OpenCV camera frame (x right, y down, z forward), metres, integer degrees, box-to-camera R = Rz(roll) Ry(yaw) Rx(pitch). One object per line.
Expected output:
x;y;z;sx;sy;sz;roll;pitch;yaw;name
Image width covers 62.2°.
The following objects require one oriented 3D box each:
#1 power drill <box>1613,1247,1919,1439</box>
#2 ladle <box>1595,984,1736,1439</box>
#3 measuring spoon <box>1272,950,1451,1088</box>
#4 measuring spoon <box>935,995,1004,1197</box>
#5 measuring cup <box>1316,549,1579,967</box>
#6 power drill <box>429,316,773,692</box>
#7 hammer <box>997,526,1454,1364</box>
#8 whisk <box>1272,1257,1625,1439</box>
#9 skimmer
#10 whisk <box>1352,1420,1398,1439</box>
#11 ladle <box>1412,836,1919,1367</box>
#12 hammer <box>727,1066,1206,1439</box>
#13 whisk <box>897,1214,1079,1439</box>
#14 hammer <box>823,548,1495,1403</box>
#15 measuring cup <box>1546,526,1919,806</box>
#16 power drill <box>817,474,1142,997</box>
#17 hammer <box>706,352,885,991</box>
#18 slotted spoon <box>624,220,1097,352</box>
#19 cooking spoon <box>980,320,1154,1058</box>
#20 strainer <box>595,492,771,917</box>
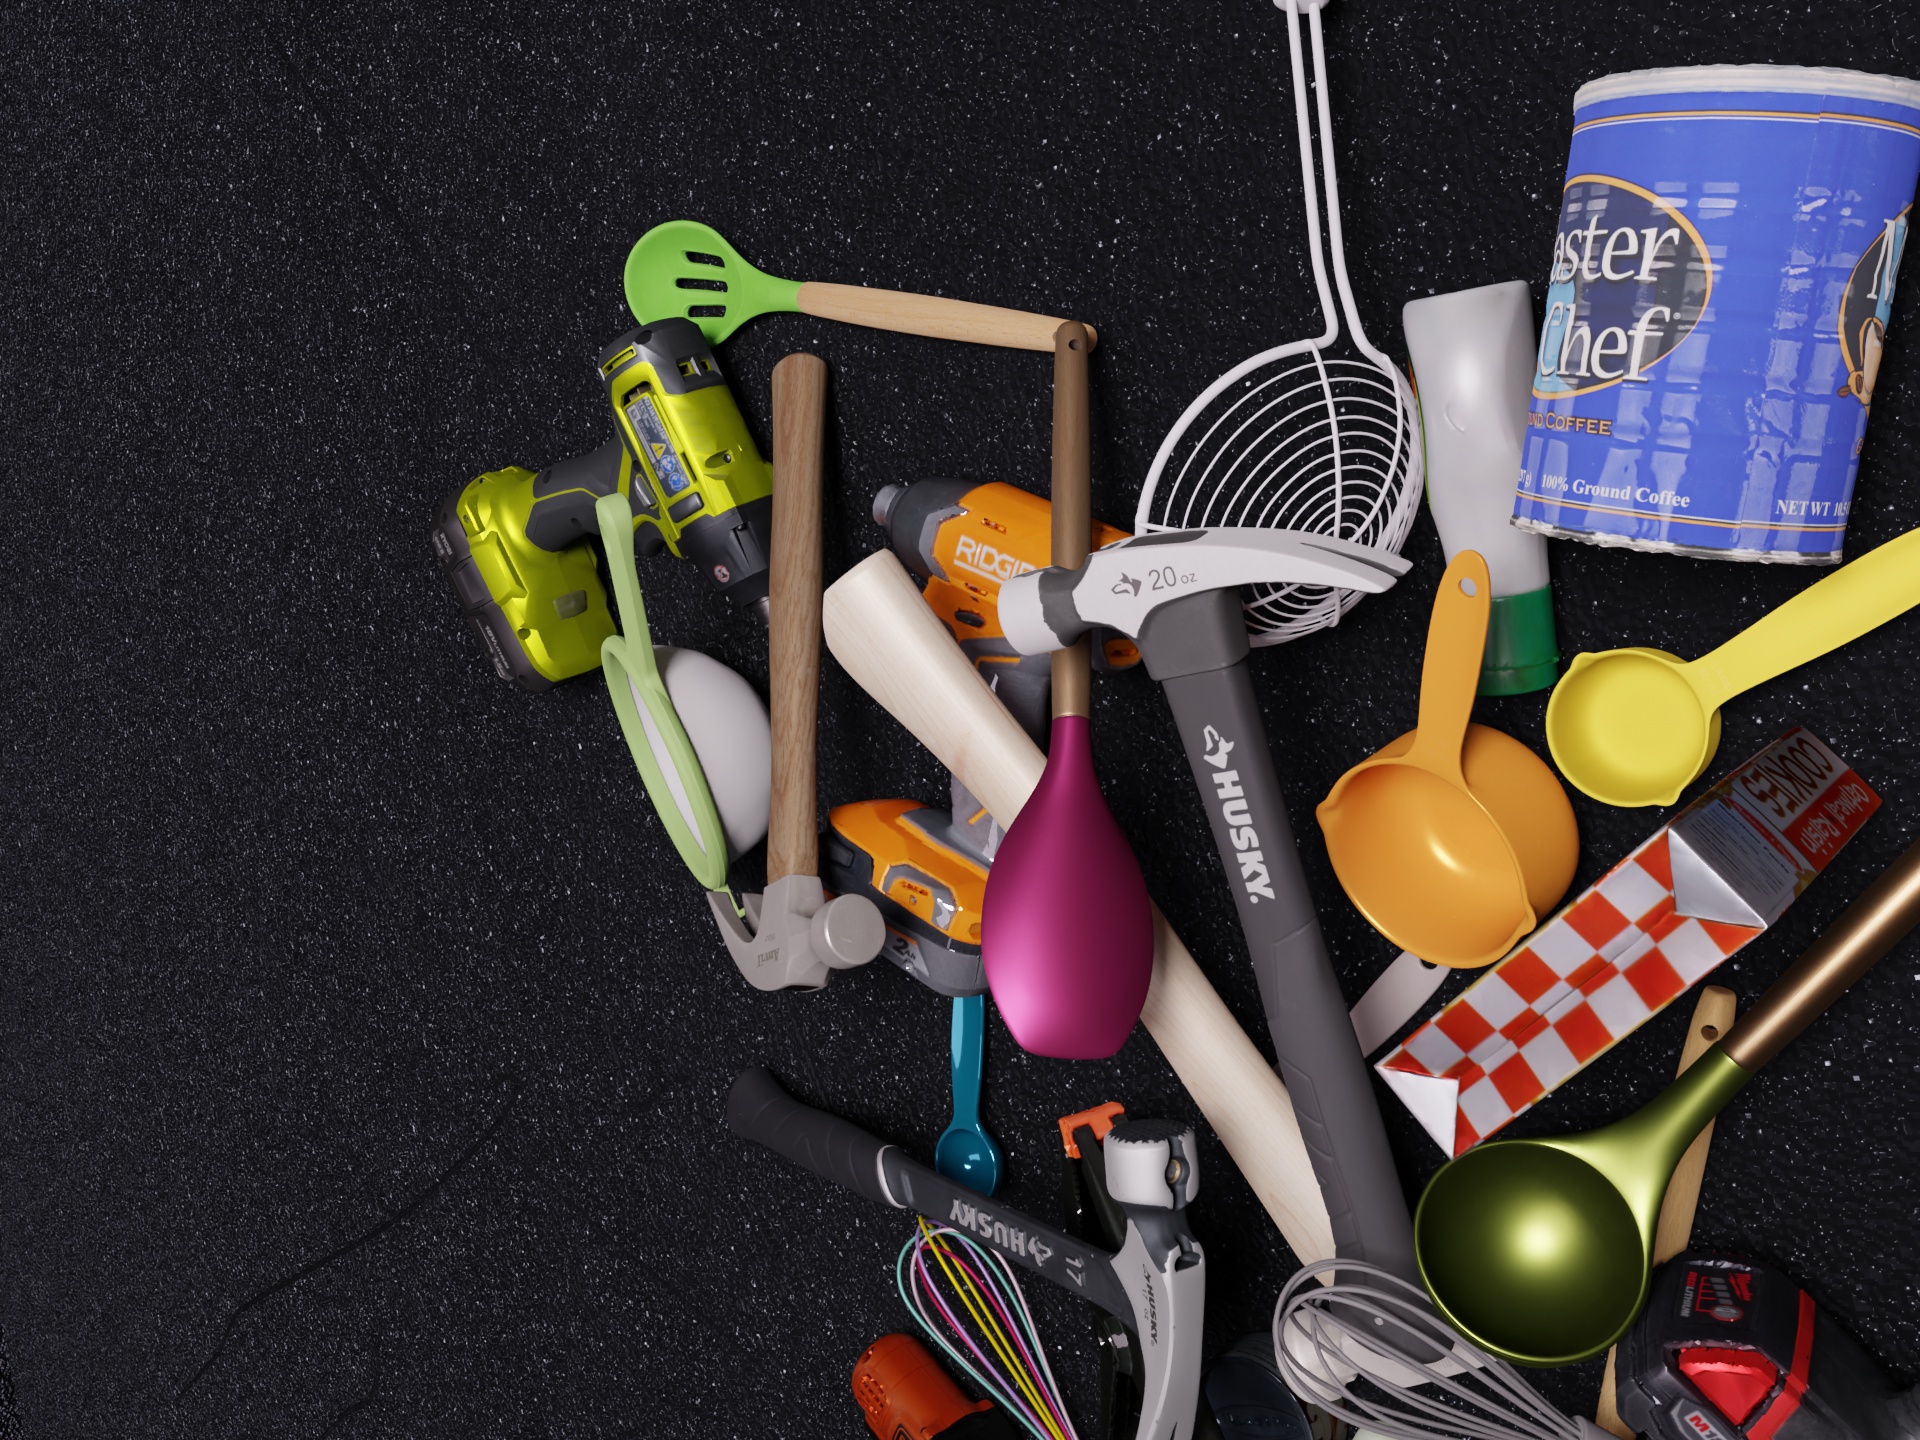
0.322;0.177;0.496;0.143;0.078;0.219;46;121;12;power drill
0.255;0.249;0.610;0.069;0.031;0.315;14;104;26;ladle
0.168;0.133;0.674;0.034;0.018;0.124;49;124;25;measuring spoon
0.009;0.187;0.830;0.042;0.021;0.128;0;88;41;measuring spoon
0.188;0.008;0.583;0.095;0.052;0.173;30;134;40;measuring cup
-0.196;-0.105;0.916;0.223;0.080;0.171;-22;95;38;power drill
0.128;0.089;0.589;0.146;0.035;0.334;-11;103;35;hammer
0.220;0.265;0.572;0.239;0.055;0.055;27;118;3;whisk
0.118;-0.213;0.624;0.090;0.127;0.363;-16;75;60;skimmer
0.146;0.414;0.721;0.058;0.059;0.246;28;110;22;whisk
0.269;0.092;0.518;0.078;0.062;0.320;49;113;32;ladle
-0.020;0.232;0.774;0.409;0.036;0.149;-1;94;58;hammer
0.045;0.356;0.799;0.245;0.051;0.047;54;147;15;whisk
0.084;0.096;0.661;0.146;0.038;0.410;-38;88;37;hammer
0.277;-0.023;0.547;0.156;0.029;0.062;-38;72;36;measuring cup
-0.001;-0.002;0.764;0.164;0.084;0.226;29;111;35;power drill
-0.082;-0.031;0.787;0.130;0.031;0.331;-30;55;52;hammer
-0.060;-0.212;0.816;0.314;0.031;0.070;18;115;36;slotted spoon
0.045;-0.024;0.647;0.017;0.068;0.319;116;157;-68;cooking spoon
-0.141;-0.024;0.846;0.152;0.069;0.256;51;155;38;strainer
